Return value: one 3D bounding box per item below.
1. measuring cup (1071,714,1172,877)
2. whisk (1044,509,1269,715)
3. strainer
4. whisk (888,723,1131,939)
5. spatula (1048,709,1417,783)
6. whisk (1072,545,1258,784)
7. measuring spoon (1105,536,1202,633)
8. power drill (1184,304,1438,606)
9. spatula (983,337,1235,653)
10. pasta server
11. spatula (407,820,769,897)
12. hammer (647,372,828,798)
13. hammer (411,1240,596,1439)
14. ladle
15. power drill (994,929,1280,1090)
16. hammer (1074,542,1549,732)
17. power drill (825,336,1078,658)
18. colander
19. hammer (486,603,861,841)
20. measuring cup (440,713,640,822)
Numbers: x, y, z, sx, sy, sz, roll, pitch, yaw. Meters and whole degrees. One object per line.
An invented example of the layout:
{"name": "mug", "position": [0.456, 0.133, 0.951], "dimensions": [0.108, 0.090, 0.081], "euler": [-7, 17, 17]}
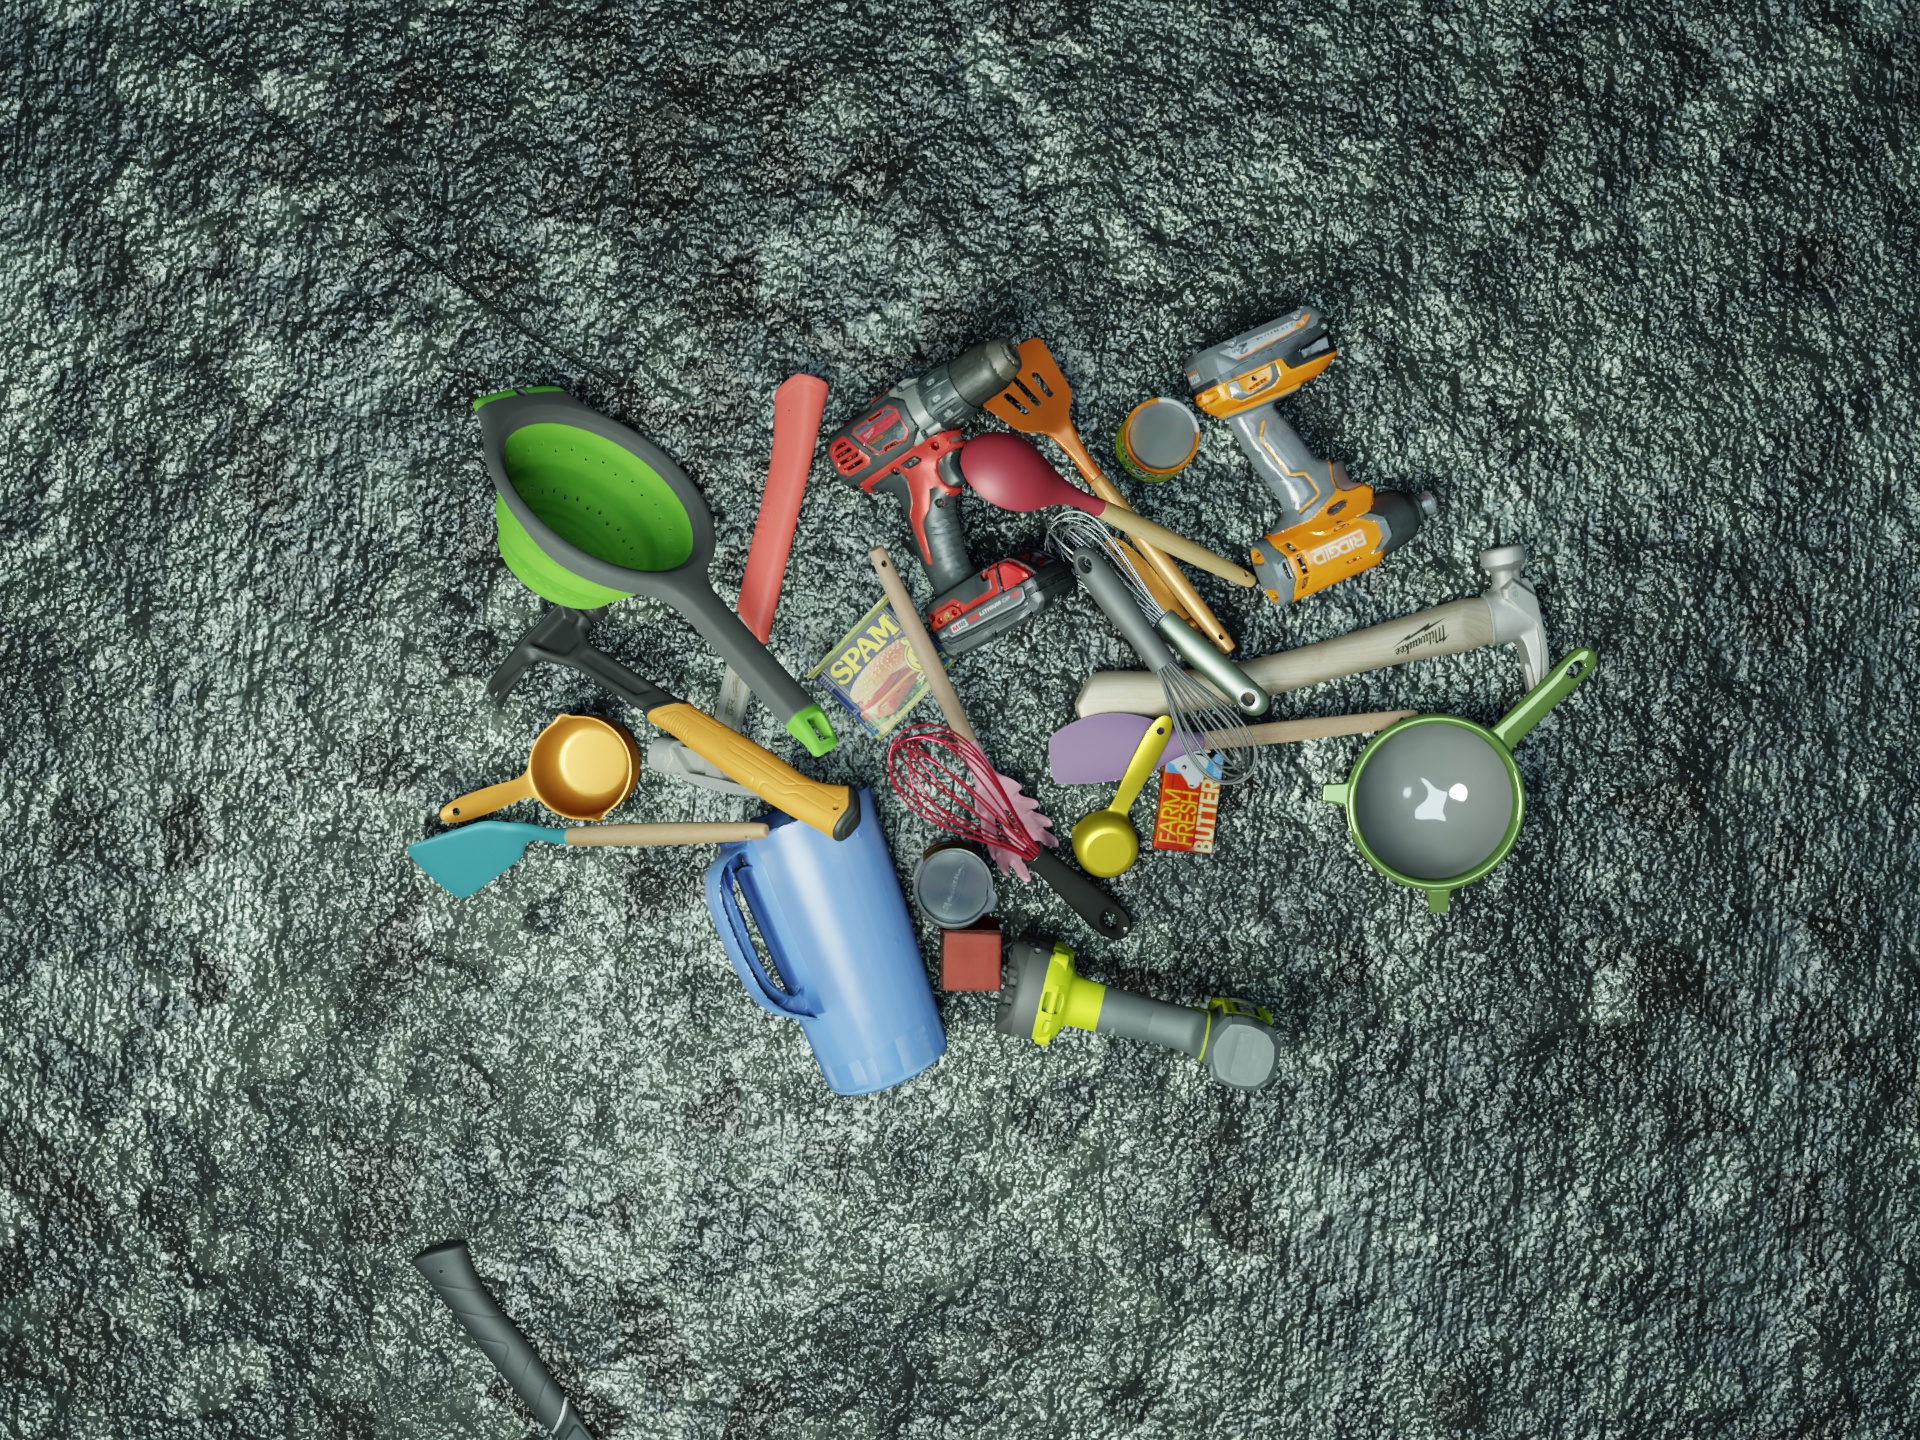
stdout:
{"name": "measuring cup", "position": [0.145, 0.066, 1.355], "dimensions": [0.062, 0.029, 0.156], "euler": [20, 111, -11]}
{"name": "whisk", "position": [0.166, -0.090, 1.350], "dimensions": [0.246, 0.059, 0.057], "euler": [42, 111, 7]}
{"name": "strainer", "position": [0.439, 0.030, 1.366], "dimensions": [0.256, 0.069, 0.151], "euler": [-45, 92, 3]}
{"name": "whisk", "position": [0.046, 0.099, 1.323], "dimensions": [0.295, 0.073, 0.073], "euler": [41, 89, -28]}
{"name": "spatula", "position": [0.233, 0.012, 1.362], "dimensions": [0.316, 0.018, 0.059], "euler": [-6, 100, 0]}
{"name": "whisk", "position": [0.166, -0.046, 1.319], "dimensions": [0.055, 0.055, 0.239], "euler": [-36, 90, -1]}
{"name": "measuring spoon", "position": [0.168, -0.117, 1.390], "dimensions": [0.021, 0.011, 0.117], "euler": [-43, 88, -1]}
{"name": "power drill", "position": [0.302, -0.231, 1.359], "dimensions": [0.164, 0.084, 0.226], "euler": [-23, 96, -2]}
{"name": "spatula", "position": [0.131, -0.187, 1.363], "dimensions": [0.081, 0.041, 0.322], "euler": [-38, 90, -2]}
{"name": "pasta server", "position": [-0.002, -0.004, 1.329], "dimensions": [0.060, 0.040, 0.316], "euler": [-30, 111, -12]}
{"name": "spatula", "position": [-0.299, 0.104, 1.299], "dimensions": [0.317, 0.082, 0.044], "euler": [-4, 51, 22]}
{"name": "hammer", "position": [-0.160, -0.115, 1.342], "dimensions": [0.149, 0.036, 0.359], "euler": [11, 86, 28]}
{"name": "hammer", "position": [-0.337, 0.617, 1.370], "dimensions": [0.149, 0.036, 0.409], "euler": [-37, 91, 0]}
{"name": "ladle", "position": [0.132, -0.163, 1.301], "dimensions": [0.315, 0.031, 0.069], "euler": [19, 62, -34]}
{"name": "power drill", "position": [0.148, 0.242, 1.324], "dimensions": [0.223, 0.171, 0.080], "euler": [14, 90, 6]}
{"name": "hammer", "position": [0.305, -0.039, 1.382], "dimensions": [0.410, 0.038, 0.146], "euler": [-13, 93, -1]}
{"name": "power drill", "position": [0.009, -0.186, 1.317], "dimensions": [0.188, 0.080, 0.226], "euler": [-28, 91, 29]}
{"name": "colander", "position": [-0.257, -0.100, 1.296], "dimensions": [0.397, 0.204, 0.094], "euler": [47, 122, 8]}
{"name": "hammer", "position": [-0.224, 0.009, 1.283], "dimensions": [0.337, 0.034, 0.127], "euler": [29, 65, 21]}
{"name": "measuring cup", "position": [-0.355, 0.051, 1.354], "dimensions": [0.173, 0.052, 0.095], "euler": [-19, 93, 6]}
